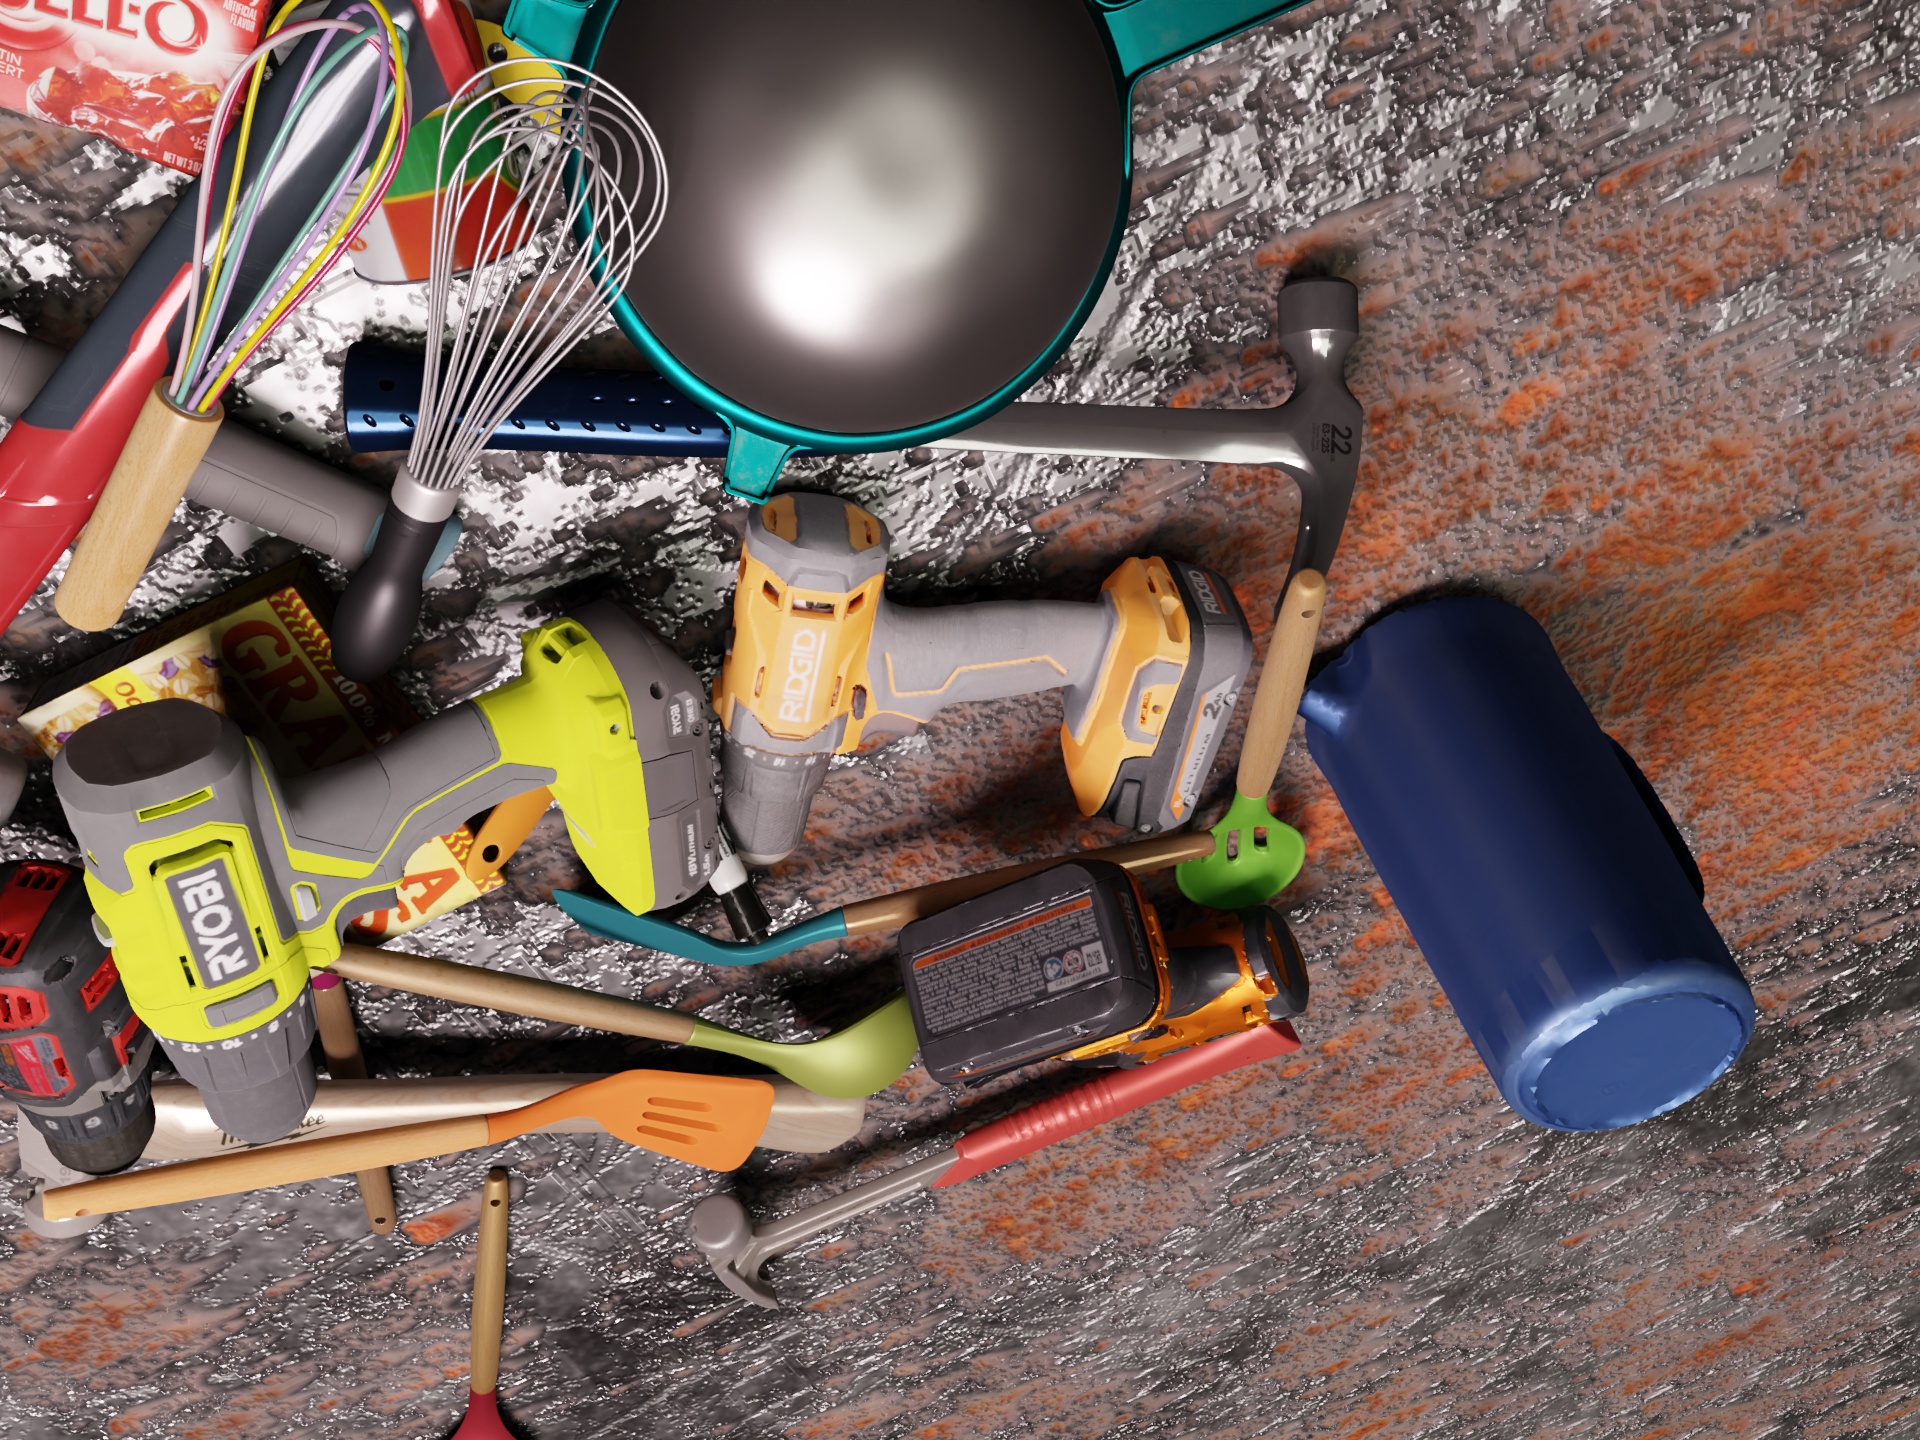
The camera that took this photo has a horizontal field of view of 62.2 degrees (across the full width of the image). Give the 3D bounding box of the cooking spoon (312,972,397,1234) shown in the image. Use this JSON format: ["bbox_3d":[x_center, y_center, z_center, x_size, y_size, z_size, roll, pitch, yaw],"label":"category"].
[{"bbox_3d":[-0.312,0.148,0.794,0.068,0.017,0.318,-5,125,-11],"label":"cooking spoon"}]

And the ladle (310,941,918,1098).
[{"bbox_3d":[-0.156,0.134,0.775,0.320,0.062,0.078,19,143,-31],"label":"ladle"}]

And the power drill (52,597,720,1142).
[{"bbox_3d":[-0.216,0.058,0.635,0.228,0.080,0.190,-23,131,-30],"label":"power drill"}]

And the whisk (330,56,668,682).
[{"bbox_3d":[-0.179,-0.105,0.557,0.070,0.070,0.284,18,134,-25],"label":"whisk"}]

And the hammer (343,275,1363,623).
[{"bbox_3d":[-0.033,-0.115,0.639,0.405,0.035,0.144,1,86,-9],"label":"hammer"}]

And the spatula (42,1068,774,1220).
[{"bbox_3d":[-0.247,0.205,0.751,0.322,0.041,0.081,-3,136,-32],"label":"spatula"}]

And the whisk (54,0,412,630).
[{"bbox_3d":[-0.230,-0.118,0.489,0.047,0.051,0.245,33,120,-17],"label":"whisk"}]

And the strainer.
[{"bbox_3d":[0.028,-0.218,0.548,0.340,0.095,0.210,-25,111,-3],"label":"strainer"}]

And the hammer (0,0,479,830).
[{"bbox_3d":[-0.300,-0.107,0.522,0.386,0.038,0.143,-43,133,19],"label":"hammer"}]

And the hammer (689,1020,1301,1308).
[{"bbox_3d":[0.028,0.247,0.927,0.359,0.037,0.149,-22,148,-4],"label":"hammer"}]

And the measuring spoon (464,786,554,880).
[{"bbox_3d":[-0.181,0.024,0.709,0.117,0.011,0.021,-55,129,-12],"label":"measuring spoon"}]

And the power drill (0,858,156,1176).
[{"bbox_3d":[-0.439,0.114,0.637,0.226,0.080,0.187,11,136,-6],"label":"power drill"}]

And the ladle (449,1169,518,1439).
[{"bbox_3d":[-0.287,0.385,0.965,0.069,0.031,0.315,3,122,-16],"label":"ladle"}]

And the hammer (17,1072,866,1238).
[{"bbox_3d":[-0.245,0.190,0.811,0.410,0.038,0.146,4,120,-22],"label":"hammer"}]

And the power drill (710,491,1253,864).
[{"bbox_3d":[-0.001,-0.002,0.732,0.226,0.084,0.185,6,125,-14],"label":"power drill"}]

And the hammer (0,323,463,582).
[{"bbox_3d":[-0.338,-0.122,0.565,0.330,0.033,0.128,25,89,-34],"label":"hammer"}]

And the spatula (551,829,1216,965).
[{"bbox_3d":[-0.033,0.081,0.774,0.317,0.044,0.082,-11,157,-4],"label":"spatula"}]

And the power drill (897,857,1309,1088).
[{"bbox_3d":[0.064,0.137,0.799,0.164,0.084,0.226,-24,157,25],"label":"power drill"}]

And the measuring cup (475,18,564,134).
[{"bbox_3d":[-0.114,-0.209,0.593,0.156,0.029,0.062,33,110,-18],"label":"measuring cup"}]

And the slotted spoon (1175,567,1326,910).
[{"bbox_3d":[0.142,0.018,0.742,0.070,0.031,0.313,-9,152,-1],"label":"slotted spoon"}]
